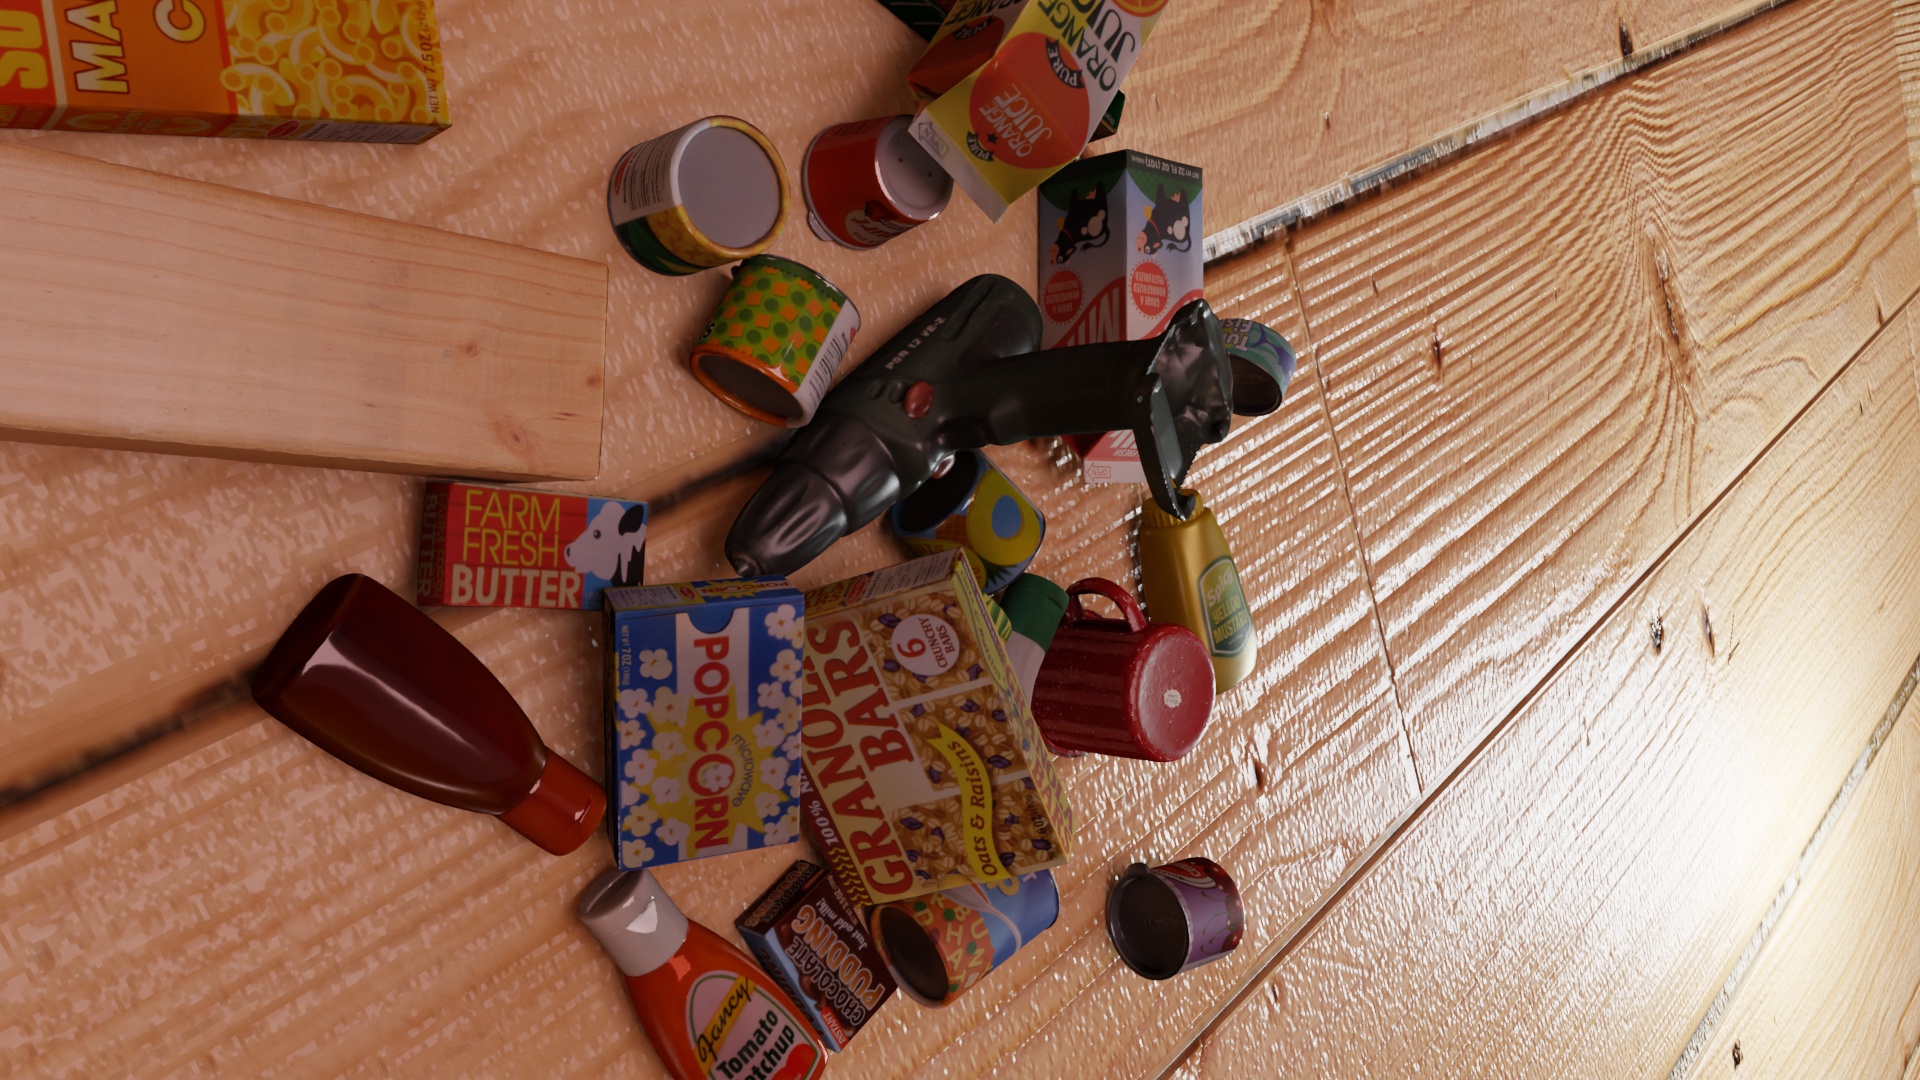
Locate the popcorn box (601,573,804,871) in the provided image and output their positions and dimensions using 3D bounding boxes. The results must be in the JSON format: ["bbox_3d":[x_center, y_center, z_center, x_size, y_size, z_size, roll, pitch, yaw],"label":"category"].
[{"bbox_3d":[-0.117,0.082,0.633,0.085,0.038,0.126,-4,109,-22],"label":"popcorn box"}]

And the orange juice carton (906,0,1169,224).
[{"bbox_3d":[0.040,-0.259,0.722,0.071,0.073,0.193,43,67,-34],"label":"orange juice carton"}]

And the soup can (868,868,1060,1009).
[{"bbox_3d":[0.002,0.200,0.752,0.084,0.071,0.071,-26,107,-38],"label":"soup can"}]

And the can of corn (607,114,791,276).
[{"bbox_3d":[-0.120,-0.160,0.654,0.071,0.058,0.071,0,90,-41],"label":"can of corn"}]

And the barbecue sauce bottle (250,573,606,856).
[{"bbox_3d":[-0.213,0.080,0.579,0.148,0.043,0.065,46,54,-32],"label":"barbecue sauce bottle"}]

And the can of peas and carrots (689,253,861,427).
[{"bbox_3d":[-0.092,-0.097,0.675,0.071,0.071,0.059,39,66,-35],"label":"can of peas and carrots"}]

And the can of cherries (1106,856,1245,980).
[{"bbox_3d":[0.135,0.233,0.872,0.058,0.071,0.071,-1,91,-42],"label":"can of cherries"}]

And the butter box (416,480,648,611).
[{"bbox_3d":[-0.185,0.004,0.606,0.103,0.024,0.053,5,86,-53],"label":"butter box"}]

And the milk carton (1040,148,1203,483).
[{"bbox_3d":[0.097,-0.130,0.837,0.072,0.073,0.190,-1,91,-42],"label":"milk carton"}]

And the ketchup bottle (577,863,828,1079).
[{"bbox_3d":[-0.124,0.216,0.657,0.065,0.043,0.148,-46,118,-31],"label":"ketchup bottle"}]

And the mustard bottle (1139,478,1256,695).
[{"bbox_3d":[0.147,0.019,0.896,0.065,0.049,0.159,-30,109,-39],"label":"mustard bottle"}]

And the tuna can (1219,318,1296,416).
[{"bbox_3d":[0.185,-0.116,0.920,0.071,0.071,0.033,43,62,-33],"label":"tuna can"}]

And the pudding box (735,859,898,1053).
[{"bbox_3d":[-0.073,0.213,0.711,0.050,0.030,0.083,-40,115,-34],"label":"pudding box"}]

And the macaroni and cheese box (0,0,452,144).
[{"bbox_3d":[-0.286,-0.217,0.519,0.167,0.040,0.123,-12,96,-41],"label":"macaroni and cheese box"}]

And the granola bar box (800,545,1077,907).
[{"bbox_3d":[-0.028,0.098,0.691,0.039,0.124,0.165,-65,136,-64],"label":"granola bar box"}]

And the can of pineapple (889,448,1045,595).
[{"bbox_3d":[0.003,-0.009,0.757,0.057,0.071,0.071,44,62,-32],"label":"can of pineapple"}]

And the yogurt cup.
[{"bbox_3d":[-0.040,-0.190,0.729,0.072,0.054,0.072,1,88,-42],"label":"yogurt cup"}]

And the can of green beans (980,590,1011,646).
[{"bbox_3d":[-0.014,0.056,0.741,0.071,0.071,0.058,49,59,-30],"label":"can of green beans"}]

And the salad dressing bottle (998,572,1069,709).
[{"bbox_3d":[0.018,0.089,0.784,0.064,0.044,0.148,39,65,-33],"label":"salad dressing bottle"}]

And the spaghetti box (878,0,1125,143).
[{"bbox_3d":[-0.006,-0.297,0.763,0.250,0.050,0.029,29,70,-38],"label":"spaghetti box"}]
